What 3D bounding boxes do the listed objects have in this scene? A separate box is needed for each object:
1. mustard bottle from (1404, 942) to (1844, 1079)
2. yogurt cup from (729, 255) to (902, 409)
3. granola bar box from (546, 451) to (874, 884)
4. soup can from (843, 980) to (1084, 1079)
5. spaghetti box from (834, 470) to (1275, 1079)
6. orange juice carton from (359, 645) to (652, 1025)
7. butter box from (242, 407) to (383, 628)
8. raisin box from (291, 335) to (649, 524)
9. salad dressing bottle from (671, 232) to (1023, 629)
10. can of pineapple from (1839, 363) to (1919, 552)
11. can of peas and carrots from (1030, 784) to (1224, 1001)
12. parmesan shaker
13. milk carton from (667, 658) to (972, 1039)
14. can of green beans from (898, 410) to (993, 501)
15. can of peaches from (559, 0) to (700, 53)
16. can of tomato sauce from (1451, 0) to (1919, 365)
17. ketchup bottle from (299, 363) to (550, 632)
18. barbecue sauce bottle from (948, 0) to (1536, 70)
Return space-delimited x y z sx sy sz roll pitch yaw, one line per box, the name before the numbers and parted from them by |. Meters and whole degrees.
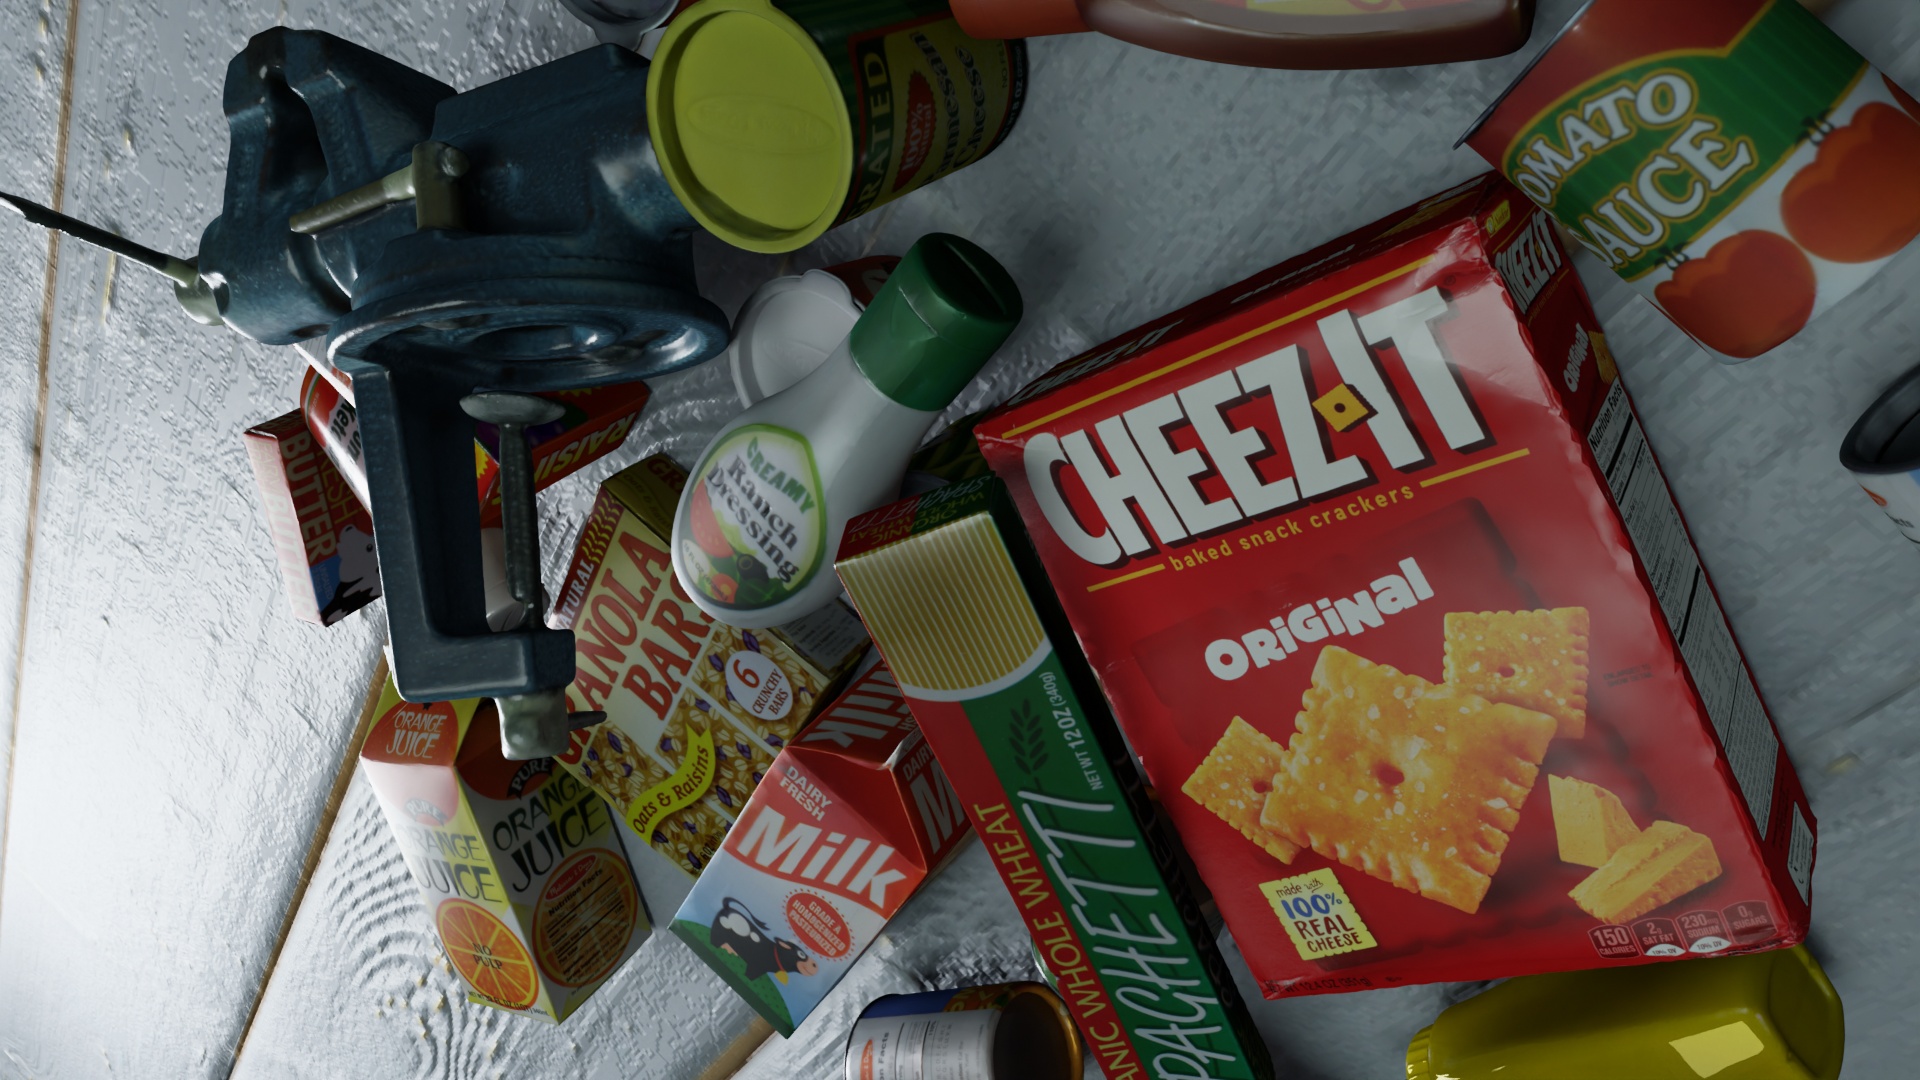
mustard bottle | 0.196 0.167 0.449 0.049 0.065 0.159 53 136 3
yogurt cup | -0.036 -0.064 0.472 0.072 0.054 0.072 15 122 25
granola bar box | -0.123 0.061 0.606 0.124 0.039 0.164 39 129 8
soup can | 0.003 0.228 0.602 0.083 0.072 0.071 -20 103 37
spaghetti box | 0.038 0.096 0.436 0.050 0.029 0.249 -19 112 17
orange juice carton | -0.230 0.138 0.694 0.072 0.073 0.192 -1 114 33
butter box | -0.305 -0.015 0.670 0.024 0.053 0.103 13 121 24
raisin box | -0.199 -0.074 0.549 0.123 0.086 0.040 43 128 5
salad dressing bottle | -0.037 -0.030 0.424 0.064 0.044 0.147 52 127 11
can of pineapple | 0.249 -0.016 0.310 0.058 0.071 0.070 49 130 -1
can of peas and carrots | 0.062 0.131 0.510 0.071 0.071 0.058 25 125 19
parmesan shaker | -0.031 -0.131 0.400 0.071 0.103 0.071 15 123 25
milk carton | -0.044 0.116 0.564 0.073 0.073 0.189 40 129 8
can of green beans | 0.004 -0.005 0.477 0.071 0.058 0.071 15 122 25
can of peaches | -0.092 -0.194 0.434 0.071 0.058 0.071 15 123 25
can of tomato sauce | 0.169 -0.090 0.318 0.083 0.071 0.071 43 130 4
ketchup bottle | -0.233 -0.021 0.607 0.149 0.044 0.064 50 131 17
barbecue sauce bottle | 0.069 -0.153 0.357 0.148 0.044 0.065 6 93 27
